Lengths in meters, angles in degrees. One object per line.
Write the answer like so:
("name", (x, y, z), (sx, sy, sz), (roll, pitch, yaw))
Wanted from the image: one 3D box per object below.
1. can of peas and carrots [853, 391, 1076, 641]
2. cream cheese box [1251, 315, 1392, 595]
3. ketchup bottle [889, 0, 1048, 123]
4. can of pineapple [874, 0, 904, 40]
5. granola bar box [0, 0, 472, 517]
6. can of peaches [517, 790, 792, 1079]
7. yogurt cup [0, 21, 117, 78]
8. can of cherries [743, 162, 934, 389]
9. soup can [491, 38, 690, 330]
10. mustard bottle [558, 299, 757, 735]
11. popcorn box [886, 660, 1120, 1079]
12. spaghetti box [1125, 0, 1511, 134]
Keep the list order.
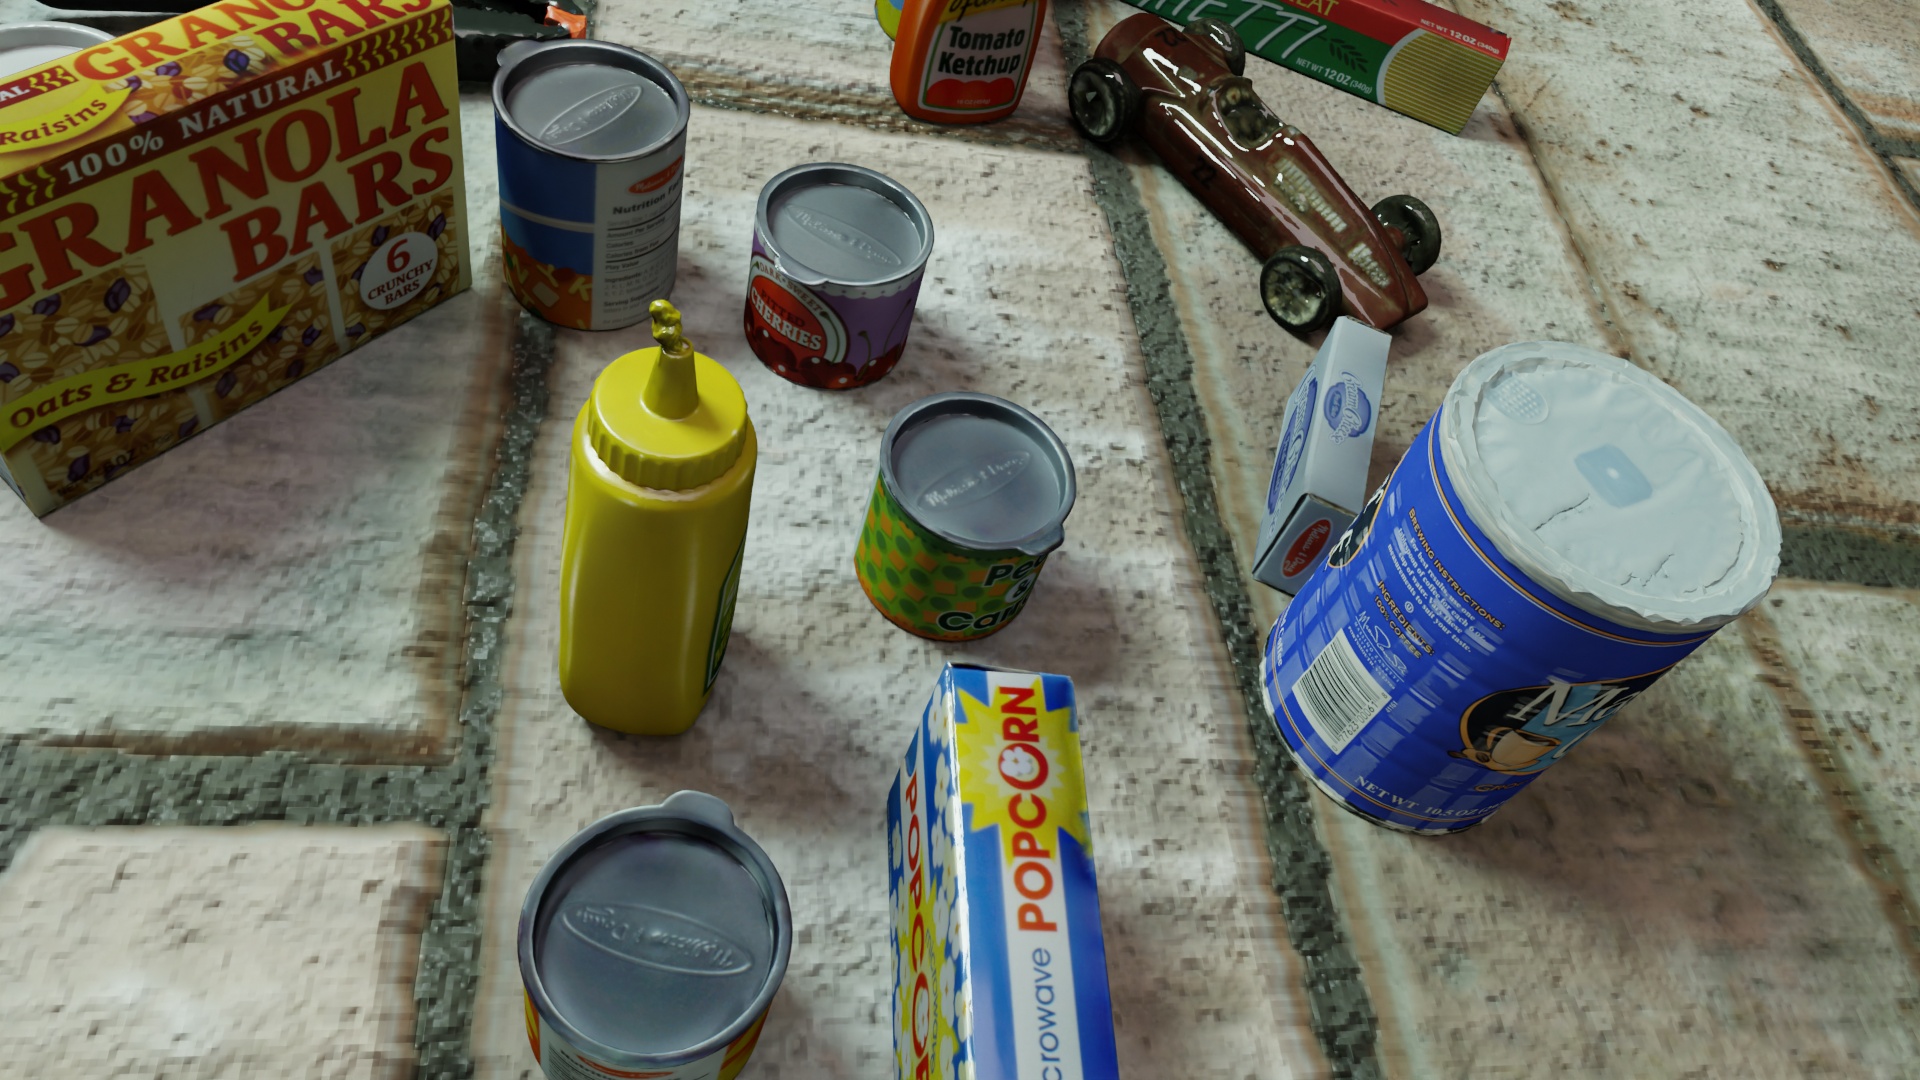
("can of peas and carrots", (0.002, -0.006, 0.473), (0.071, 0.058, 0.071), (8, 53, -10))
("cream cheese box", (0.139, -0.034, 0.536), (0.024, 0.053, 0.104), (22, 51, 1))
("ketchup bottle", (0.012, -0.253, 0.603), (0.065, 0.148, 0.044), (-8, 57, -21))
("can of pineapple", (-0.004, -0.275, 0.673), (0.071, 0.057, 0.071), (8, 53, -10))
("granola bar box", (-0.235, -0.098, 0.433), (0.039, 0.123, 0.166), (39, 54, 14))
("can of peaches", (-0.080, 0.110, 0.364), (0.071, 0.057, 0.071), (8, 53, -10))
("yogurt cup", (-0.316, -0.139, 0.486), (0.072, 0.053, 0.073), (8, 53, -10))
("can of cherries", (-0.050, -0.099, 0.528), (0.071, 0.058, 0.072), (8, 53, -10))
("soup can", (-0.138, -0.131, 0.511), (0.071, 0.083, 0.072), (8, 53, -10))
("mustard bottle", (-0.083, -0.005, 0.384), (0.049, 0.159, 0.065), (12, 52, -7))
("popcorn box", (0.007, 0.109, 0.372), (0.038, 0.084, 0.127), (5, 53, -12))
("spaghetti box", (0.161, -0.286, 0.733), (0.250, 0.050, 0.029), (23, 52, 1))
